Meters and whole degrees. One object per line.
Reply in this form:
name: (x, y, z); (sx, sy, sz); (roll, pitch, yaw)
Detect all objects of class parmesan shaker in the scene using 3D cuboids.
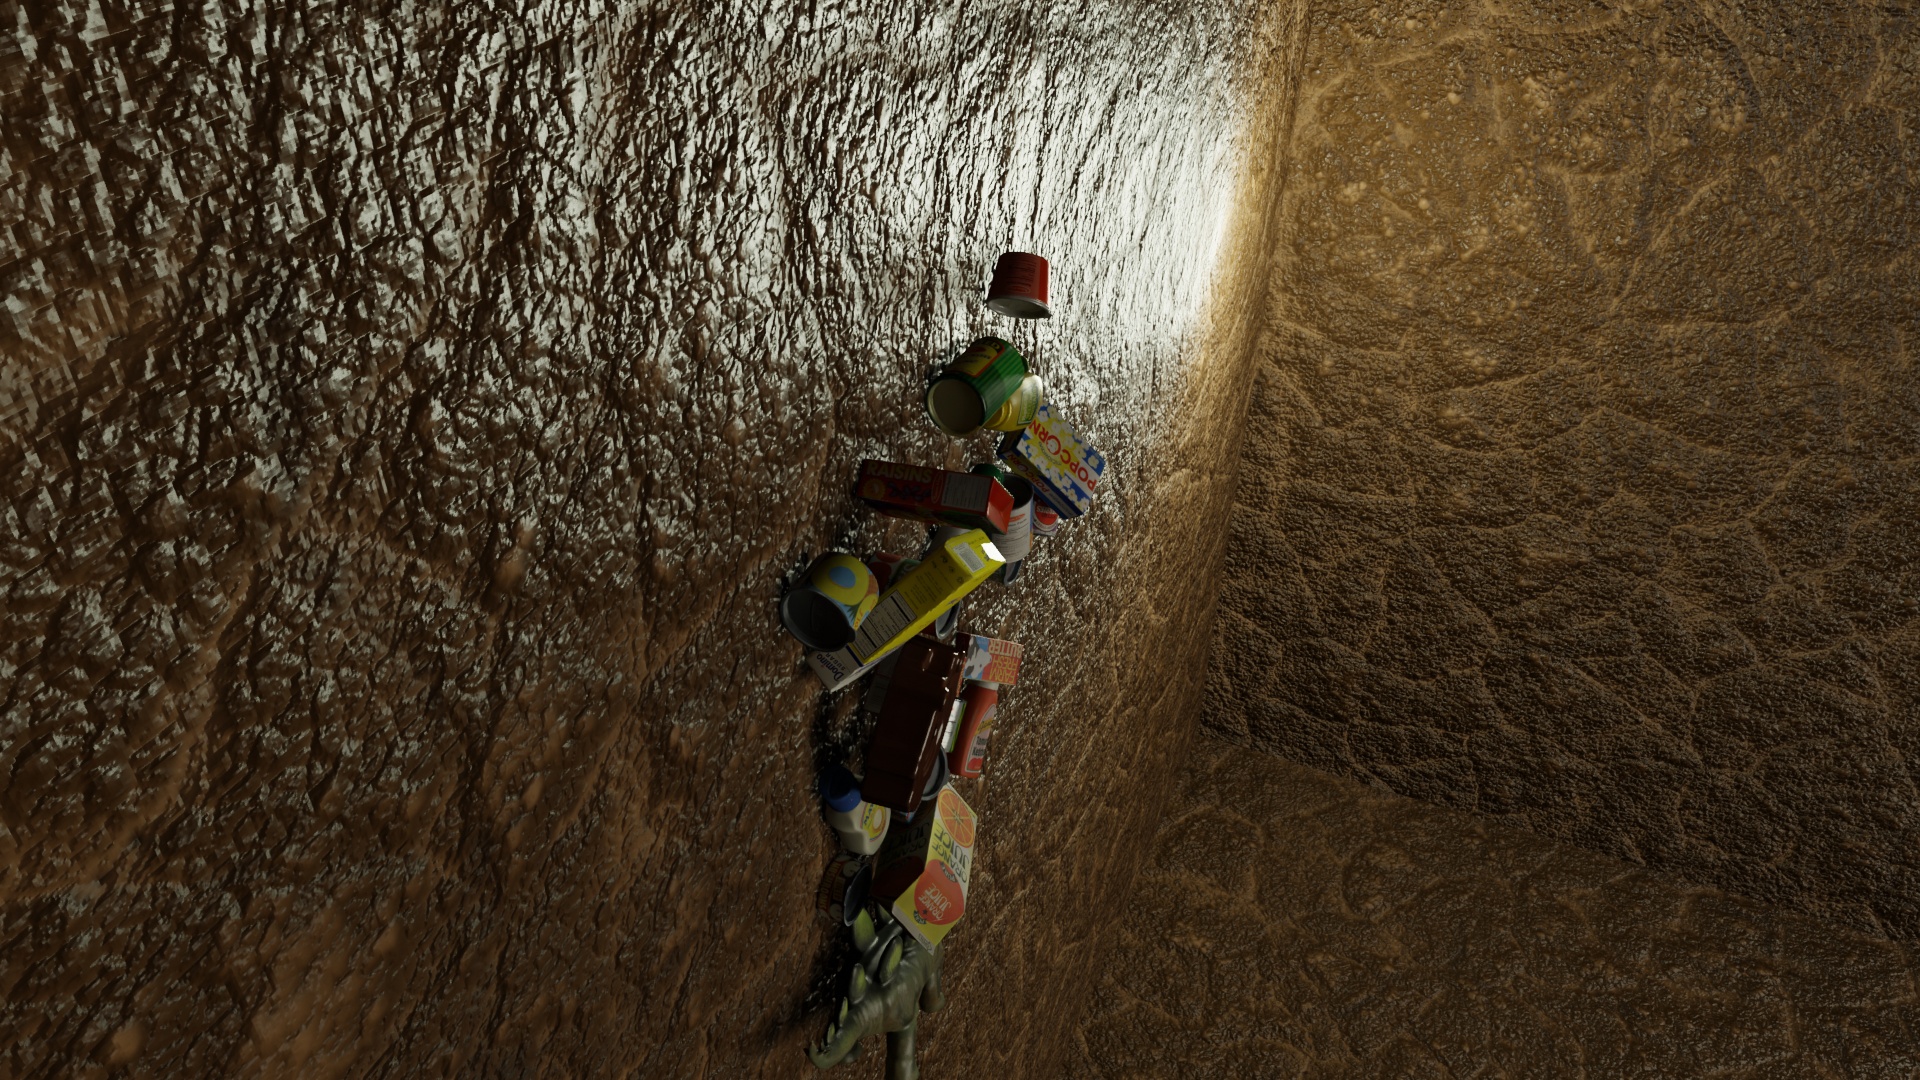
parmesan shaker: (0.017, -0.153, 1.372); (0.103, 0.071, 0.071); (-50, 150, -52)

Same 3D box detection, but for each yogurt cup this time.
yogurt cup: (0.062, -0.264, 1.436); (0.072, 0.072, 0.054); (31, 66, -72)

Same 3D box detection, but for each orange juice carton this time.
orange juice carton: (-0.039, 0.347, 1.476); (0.071, 0.073, 0.194); (52, 23, -21)

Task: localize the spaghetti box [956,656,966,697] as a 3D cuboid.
spaghetti box: (-0.037, 0.249, 1.598); (0.050, 0.029, 0.249); (-16, 119, -70)

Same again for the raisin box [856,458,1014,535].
raisin box: (-0.022, -0.040, 1.256); (0.086, 0.123, 0.040); (36, 64, -72)

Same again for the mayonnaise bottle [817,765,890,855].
mayonnaise bottle: (-0.106, 0.264, 1.380); (0.147, 0.041, 0.065); (71, 34, -61)

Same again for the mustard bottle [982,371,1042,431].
mustard bottle: (0.044, -0.146, 1.496); (0.161, 0.049, 0.065); (-32, 132, -65)

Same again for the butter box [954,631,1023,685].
butter box: (0.032, 0.142, 1.661); (0.103, 0.024, 0.053); (15, 86, -48)

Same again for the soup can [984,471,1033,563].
soup can: (0.049, -0.027, 1.582); (0.083, 0.071, 0.072); (88, 24, -44)

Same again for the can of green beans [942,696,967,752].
can of green beans: (-0.032, 0.193, 1.509); (0.071, 0.071, 0.058); (27, 79, -72)

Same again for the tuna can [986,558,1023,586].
tuna can: (0.051, 0.021, 1.676); (0.071, 0.033, 0.071); (13, 91, -72)

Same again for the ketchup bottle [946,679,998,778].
ketchup bottle: (0.017, 0.216, 1.711); (0.064, 0.043, 0.149); (24, 80, -66)

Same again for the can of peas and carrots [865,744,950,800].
can of peas and carrots: (-0.055, 0.236, 1.448); (0.071, 0.058, 0.071); (5, 83, -51)

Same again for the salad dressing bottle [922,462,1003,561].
salad dressing bottle: (0.005, -0.019, 1.491); (0.064, 0.044, 0.148); (79, 30, -50)

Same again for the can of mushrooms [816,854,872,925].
can of mushrooms: (-0.120, 0.359, 1.430); (0.071, 0.033, 0.071); (14, 91, -72)

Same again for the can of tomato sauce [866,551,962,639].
can of tomato sauce: (-0.048, 0.050, 1.319); (0.071, 0.083, 0.071); (13, 91, -72)

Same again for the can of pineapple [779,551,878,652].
can of pineapple: (-0.108, 0.052, 1.163); (0.058, 0.071, 0.070); (-55, 153, -47)

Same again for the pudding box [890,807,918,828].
pudding box: (-0.062, 0.262, 1.499); (0.030, 0.050, 0.084); (83, 28, -52)

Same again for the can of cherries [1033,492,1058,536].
can of cherries: (0.091, -0.040, 1.684); (0.071, 0.071, 0.058); (-15, 119, -70)

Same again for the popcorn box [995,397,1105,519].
popcorn box: (0.108, -0.096, 1.633); (0.126, 0.038, 0.085); (43, 55, -25)
